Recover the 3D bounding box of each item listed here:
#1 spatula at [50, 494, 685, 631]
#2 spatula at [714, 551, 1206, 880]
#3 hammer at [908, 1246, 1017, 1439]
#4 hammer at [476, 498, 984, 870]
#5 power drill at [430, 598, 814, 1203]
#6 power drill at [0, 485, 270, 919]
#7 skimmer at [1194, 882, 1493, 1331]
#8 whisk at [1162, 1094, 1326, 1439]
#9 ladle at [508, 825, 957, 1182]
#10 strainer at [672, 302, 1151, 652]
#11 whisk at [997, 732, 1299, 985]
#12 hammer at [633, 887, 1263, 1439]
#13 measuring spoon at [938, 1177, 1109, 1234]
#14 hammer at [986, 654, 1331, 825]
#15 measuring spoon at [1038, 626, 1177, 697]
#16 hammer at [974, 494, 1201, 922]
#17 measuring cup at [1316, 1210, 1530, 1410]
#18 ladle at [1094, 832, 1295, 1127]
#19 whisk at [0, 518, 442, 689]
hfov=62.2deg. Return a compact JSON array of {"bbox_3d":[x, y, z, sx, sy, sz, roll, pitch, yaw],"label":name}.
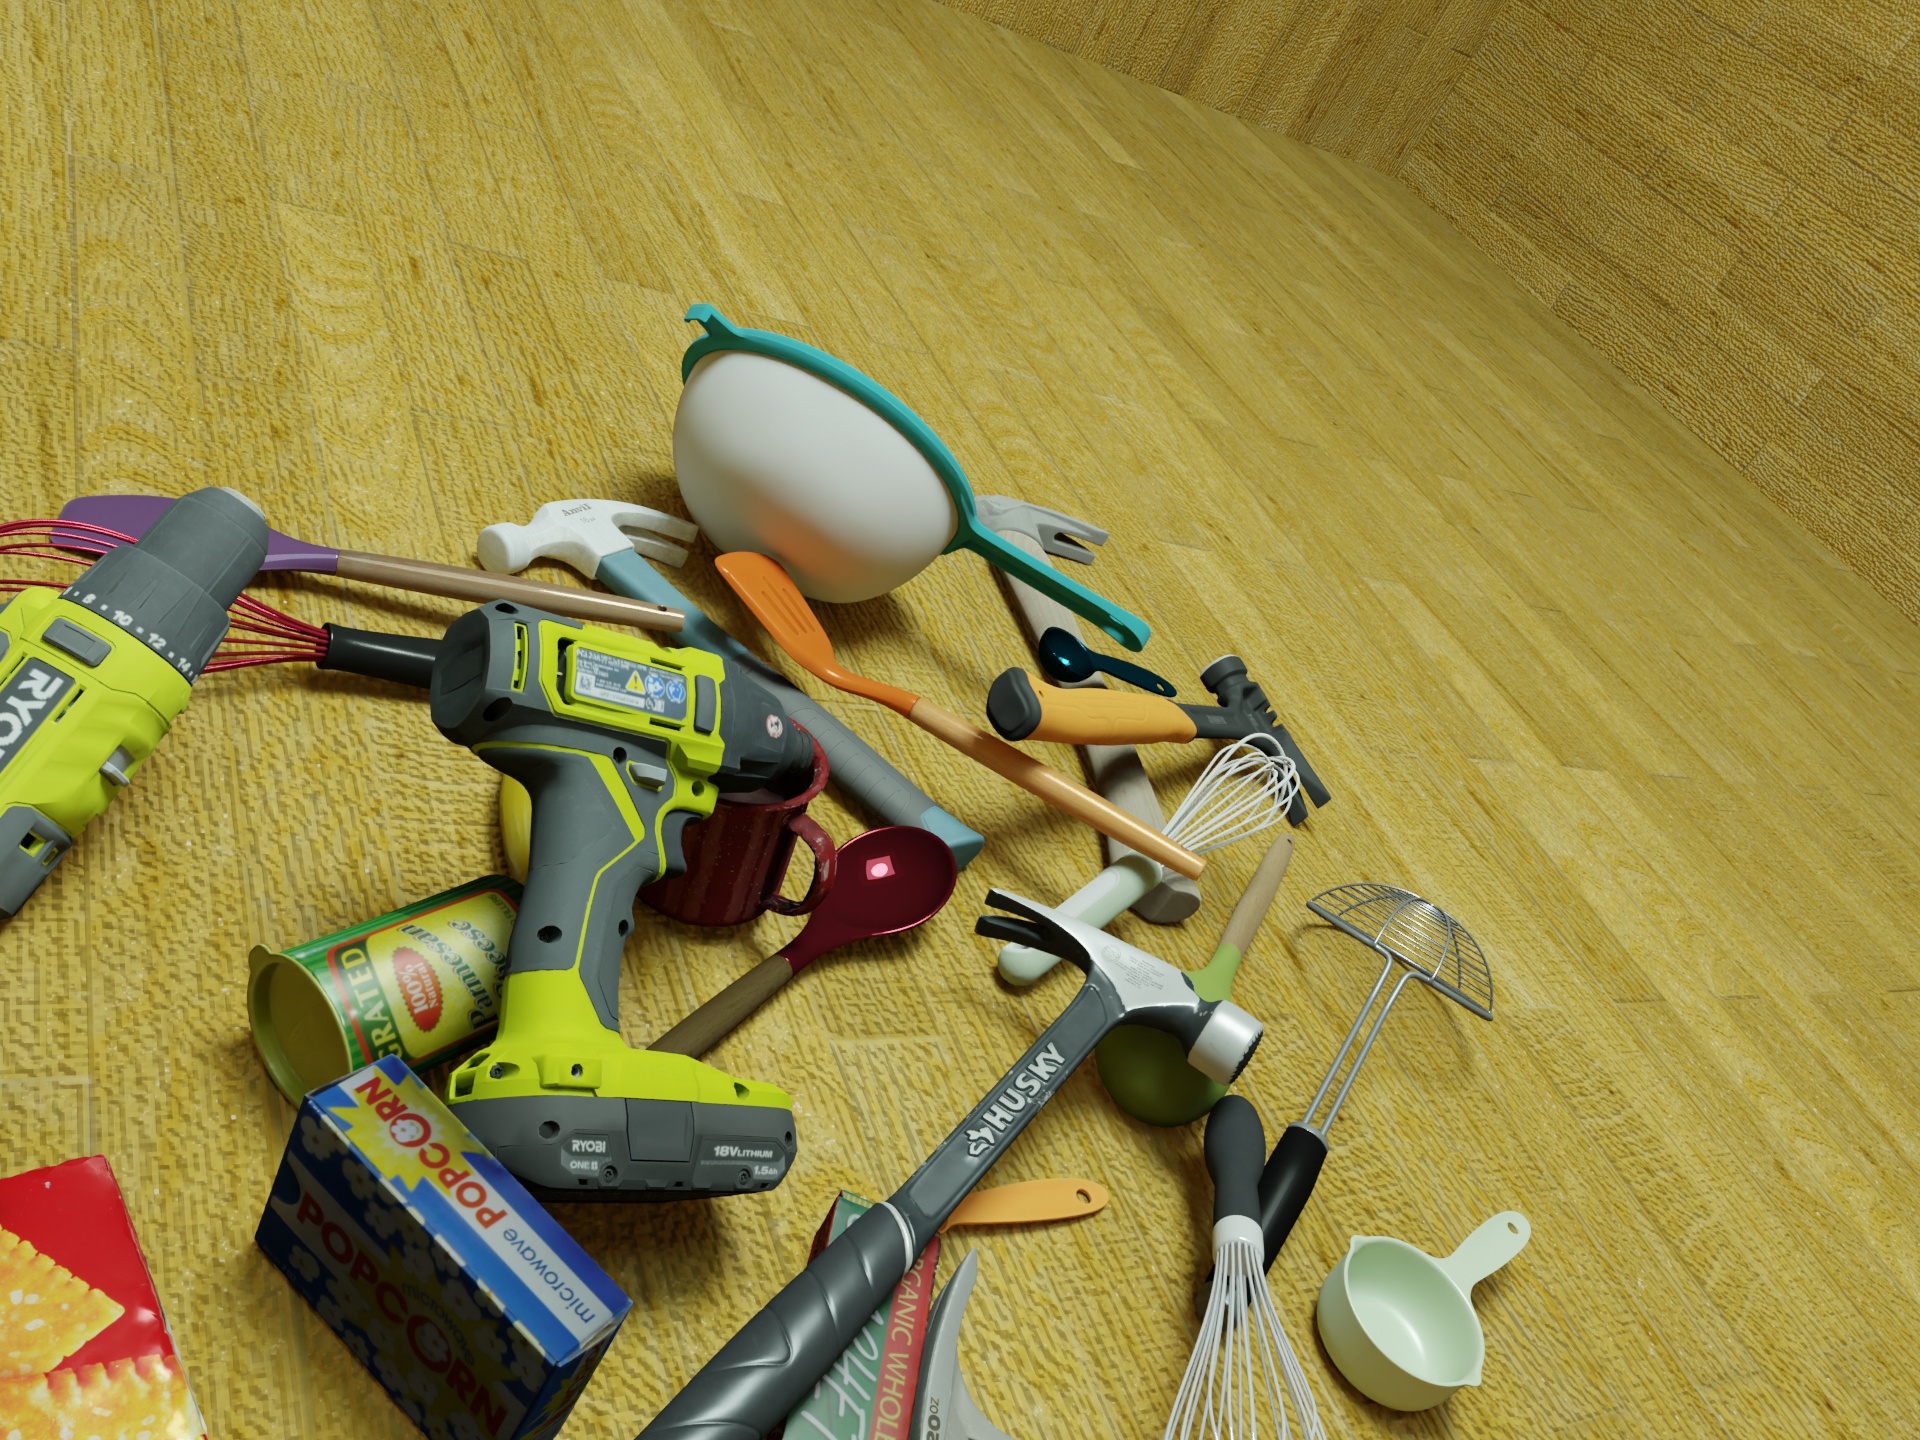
[{"bbox_3d":[-0.304,-0.081,0.846,0.315,0.018,0.060,9,38,-17],"label":"spatula"},{"bbox_3d":[-0.001,-0.003,0.899,0.323,0.041,0.081,30,15,12],"label":"spatula"},{"bbox_3d":[0.143,0.339,0.637,0.359,0.036,0.149,24,33,-8],"label":"hammer"},{"bbox_3d":[-0.122,-0.023,0.923,0.331,0.033,0.128,39,35,14],"label":"hammer"},{"bbox_3d":[-0.128,0.076,0.640,0.171,0.080,0.223,16,63,-42],"label":"power drill"},{"bbox_3d":[-0.413,-0.052,0.631,0.228,0.080,0.191,28,67,2],"label":"power drill"},{"bbox_3d":[0.201,0.205,0.871,0.127,0.090,0.363,32,42,14],"label":"skimmer"},{"bbox_3d":[0.118,0.245,0.674,0.070,0.070,0.285,28,22,-3],"label":"whisk"},{"bbox_3d":[-0.098,0.127,0.743,0.069,0.031,0.315,23,31,23],"label":"ladle"},{"bbox_3d":[-0.047,-0.106,0.990,0.340,0.211,0.095,30,71,2],"label":"strainer"},{"bbox_3d":[0.110,0.078,0.904,0.246,0.059,0.058,-32,25,-33],"label":"whisk"},{"bbox_3d":[-0.020,0.193,0.645,0.149,0.036,0.409,31,36,19],"label":"hammer"},{"bbox_3d":[0.023,0.223,0.727,0.116,0.011,0.021,6,38,-38],"label":"measuring spoon"},{"bbox_3d":[0.125,0.006,0.985,0.336,0.034,0.127,4,52,-55],"label":"hammer"},{"bbox_3d":[0.097,-0.029,1.058,0.128,0.021,0.042,17,40,-40],"label":"measuring spoon"},{"bbox_3d":[0.090,-0.024,1.088,0.146,0.038,0.411,13,37,-27],"label":"hammer"},{"bbox_3d":[0.235,0.283,0.786,0.167,0.038,0.083,-9,49,-47],"label":"measuring cup"},{"bbox_3d":[0.153,0.133,0.929,0.078,0.062,0.320,50,27,1],"label":"ladle"},{"bbox_3d":[-0.327,-0.040,0.767,0.295,0.073,0.073,11,37,-38],"label":"whisk"}]
